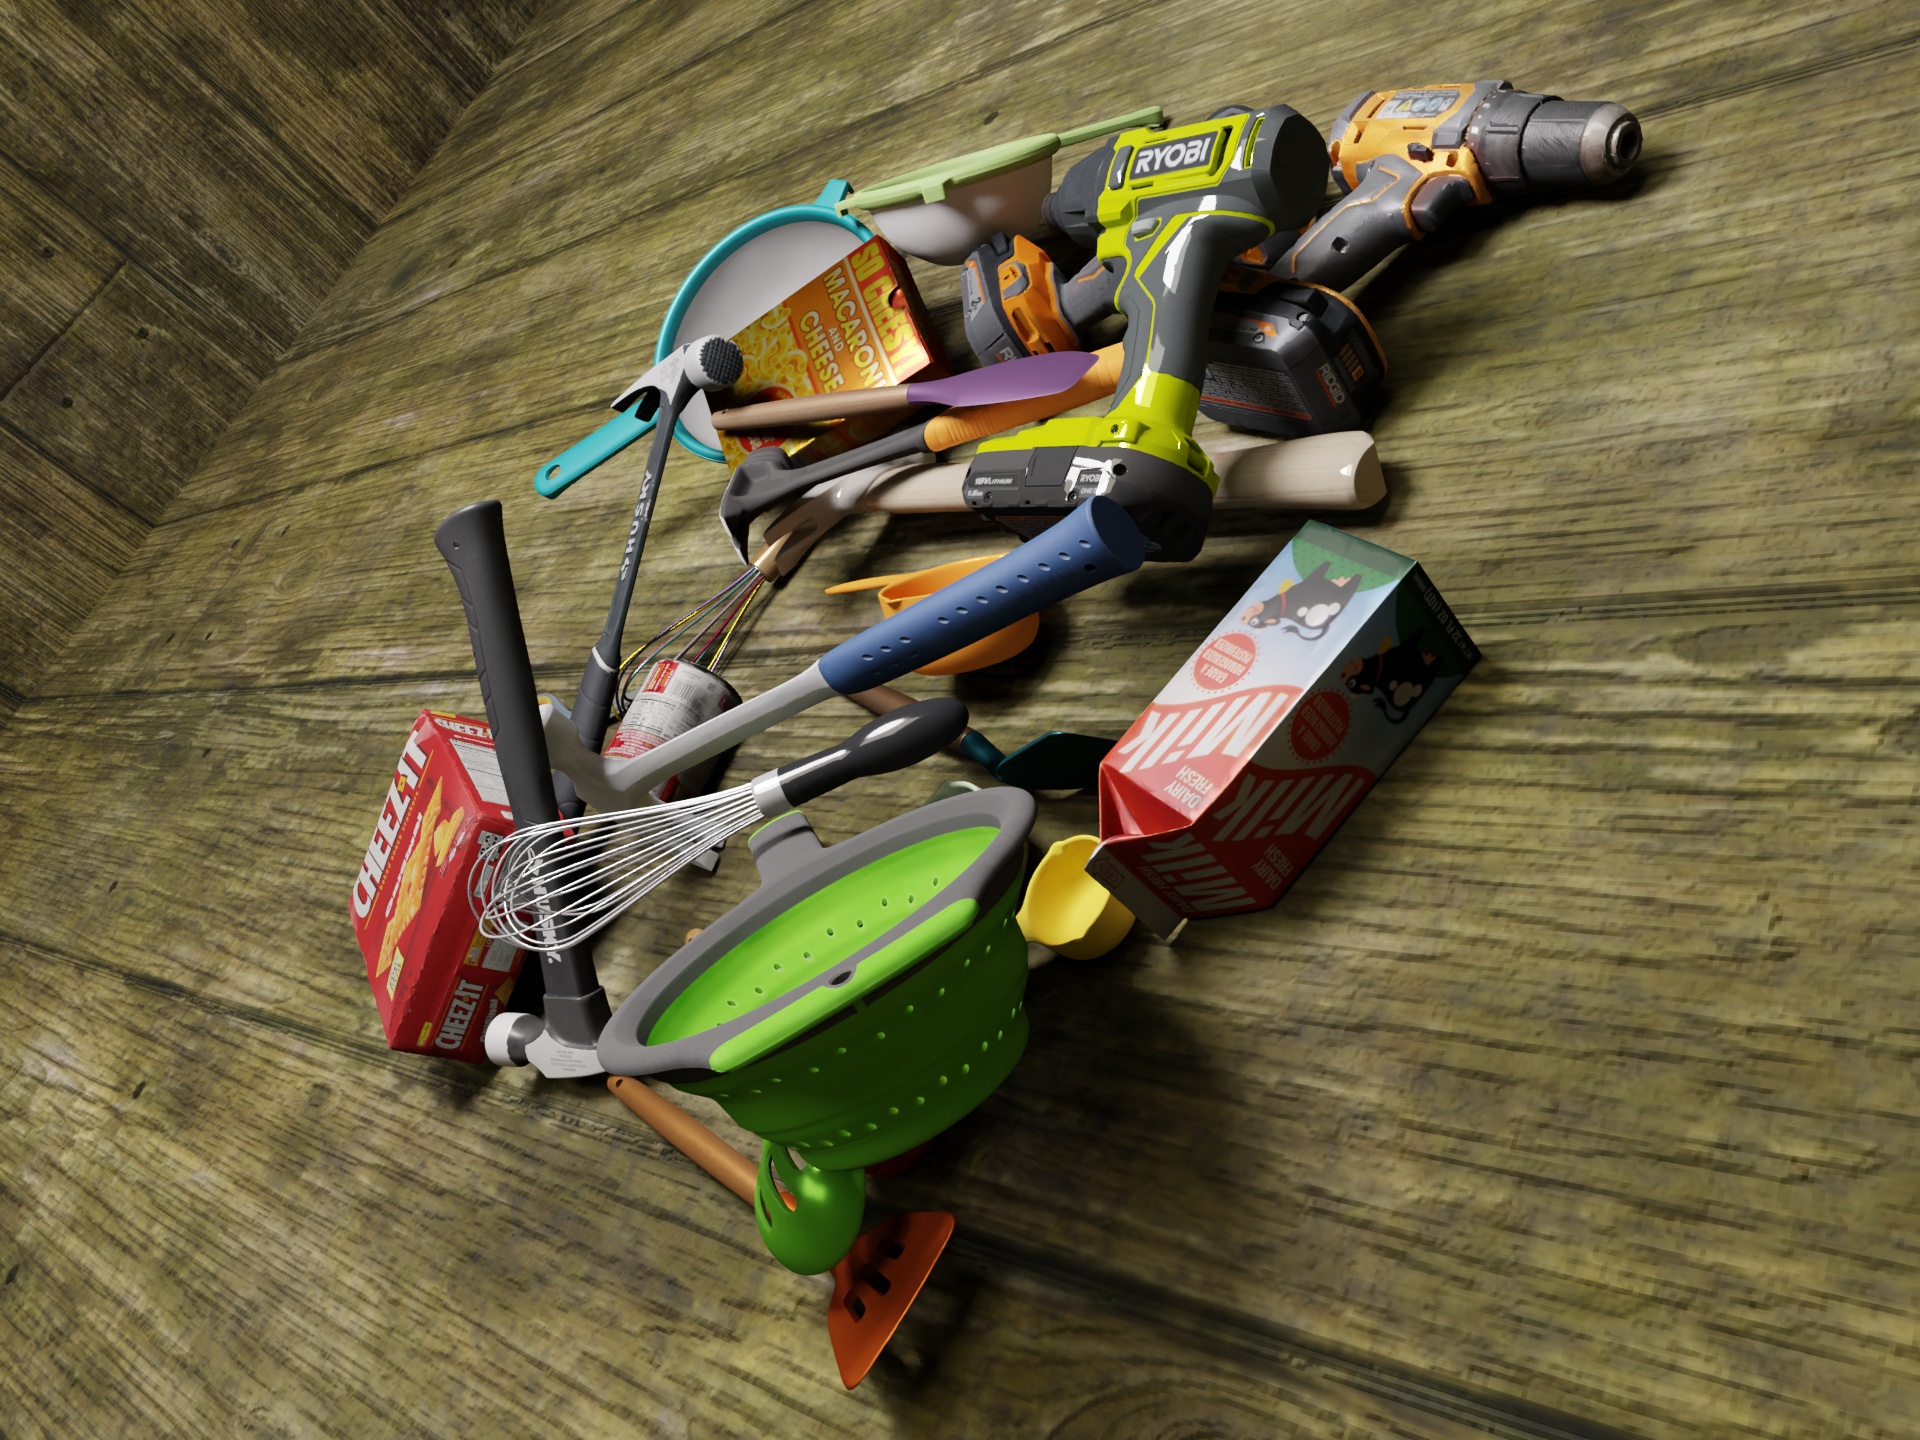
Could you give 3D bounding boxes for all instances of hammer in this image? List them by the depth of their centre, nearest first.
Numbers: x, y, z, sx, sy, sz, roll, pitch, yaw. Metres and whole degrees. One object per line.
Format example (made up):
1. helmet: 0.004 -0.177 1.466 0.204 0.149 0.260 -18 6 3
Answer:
1. hammer: -0.071 -0.017 0.859 0.405 0.144 0.035 -24 37 37
2. hammer: -0.240 0.043 0.903 0.146 0.334 0.035 -4 11 31
3. hammer: 0.054 -0.132 0.928 0.411 0.038 0.146 7 40 46
4. hammer: 0.009 -0.185 0.983 0.337 0.034 0.127 -18 28 13
5. hammer: -0.242 -0.061 1.094 0.149 0.036 0.409 1 76 56

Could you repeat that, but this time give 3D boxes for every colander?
1. colander: -0.053 0.111 0.739 0.204 0.094 0.397 -31 9 -7

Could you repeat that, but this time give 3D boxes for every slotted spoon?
1. slotted spoon: -0.108 0.172 0.807 0.070 0.031 0.314 -62 24 6

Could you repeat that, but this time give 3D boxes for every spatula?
1. spatula: -0.106 0.225 0.782 0.323 0.041 0.081 14 64 52
2. spatula: -0.001 -0.003 0.885 0.318 0.082 0.044 24 101 57
3. spatula: -0.047 -0.204 1.005 0.316 0.018 0.060 2 39 39

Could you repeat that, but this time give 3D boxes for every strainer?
1. strainer: 0.048 -0.380 1.143 0.256 0.069 0.152 -25 23 -24
2. strainer: -0.176 -0.248 1.235 0.340 0.095 0.211 -28 62 20

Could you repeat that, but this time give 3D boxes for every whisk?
1. whisk: -0.126 0.051 0.827 0.284 0.070 0.070 -23 40 7
2. whisk: -0.160 -0.092 1.131 0.047 0.051 0.245 33 77 37

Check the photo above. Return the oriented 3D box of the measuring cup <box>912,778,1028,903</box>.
1. measuring cup: -0.025 0.090 0.840 0.167 0.038 0.083 -32 42 44

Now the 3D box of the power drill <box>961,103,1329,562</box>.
1. power drill: 0.086 -0.201 0.830 0.171 0.080 0.223 8 79 47

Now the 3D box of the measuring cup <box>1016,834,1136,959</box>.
1. measuring cup: 0.027 0.116 0.770 0.156 0.029 0.062 -44 35 25

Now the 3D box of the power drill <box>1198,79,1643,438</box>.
1. power drill: 0.236 -0.257 0.860 0.226 0.084 0.185 -49 37 -10

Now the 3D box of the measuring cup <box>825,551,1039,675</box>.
1. measuring cup: -0.024 -0.060 0.941 0.095 0.052 0.174 -25 16 -34

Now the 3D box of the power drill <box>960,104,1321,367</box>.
1. power drill: 0.114 -0.313 1.038 0.226 0.084 0.164 -27 38 20
